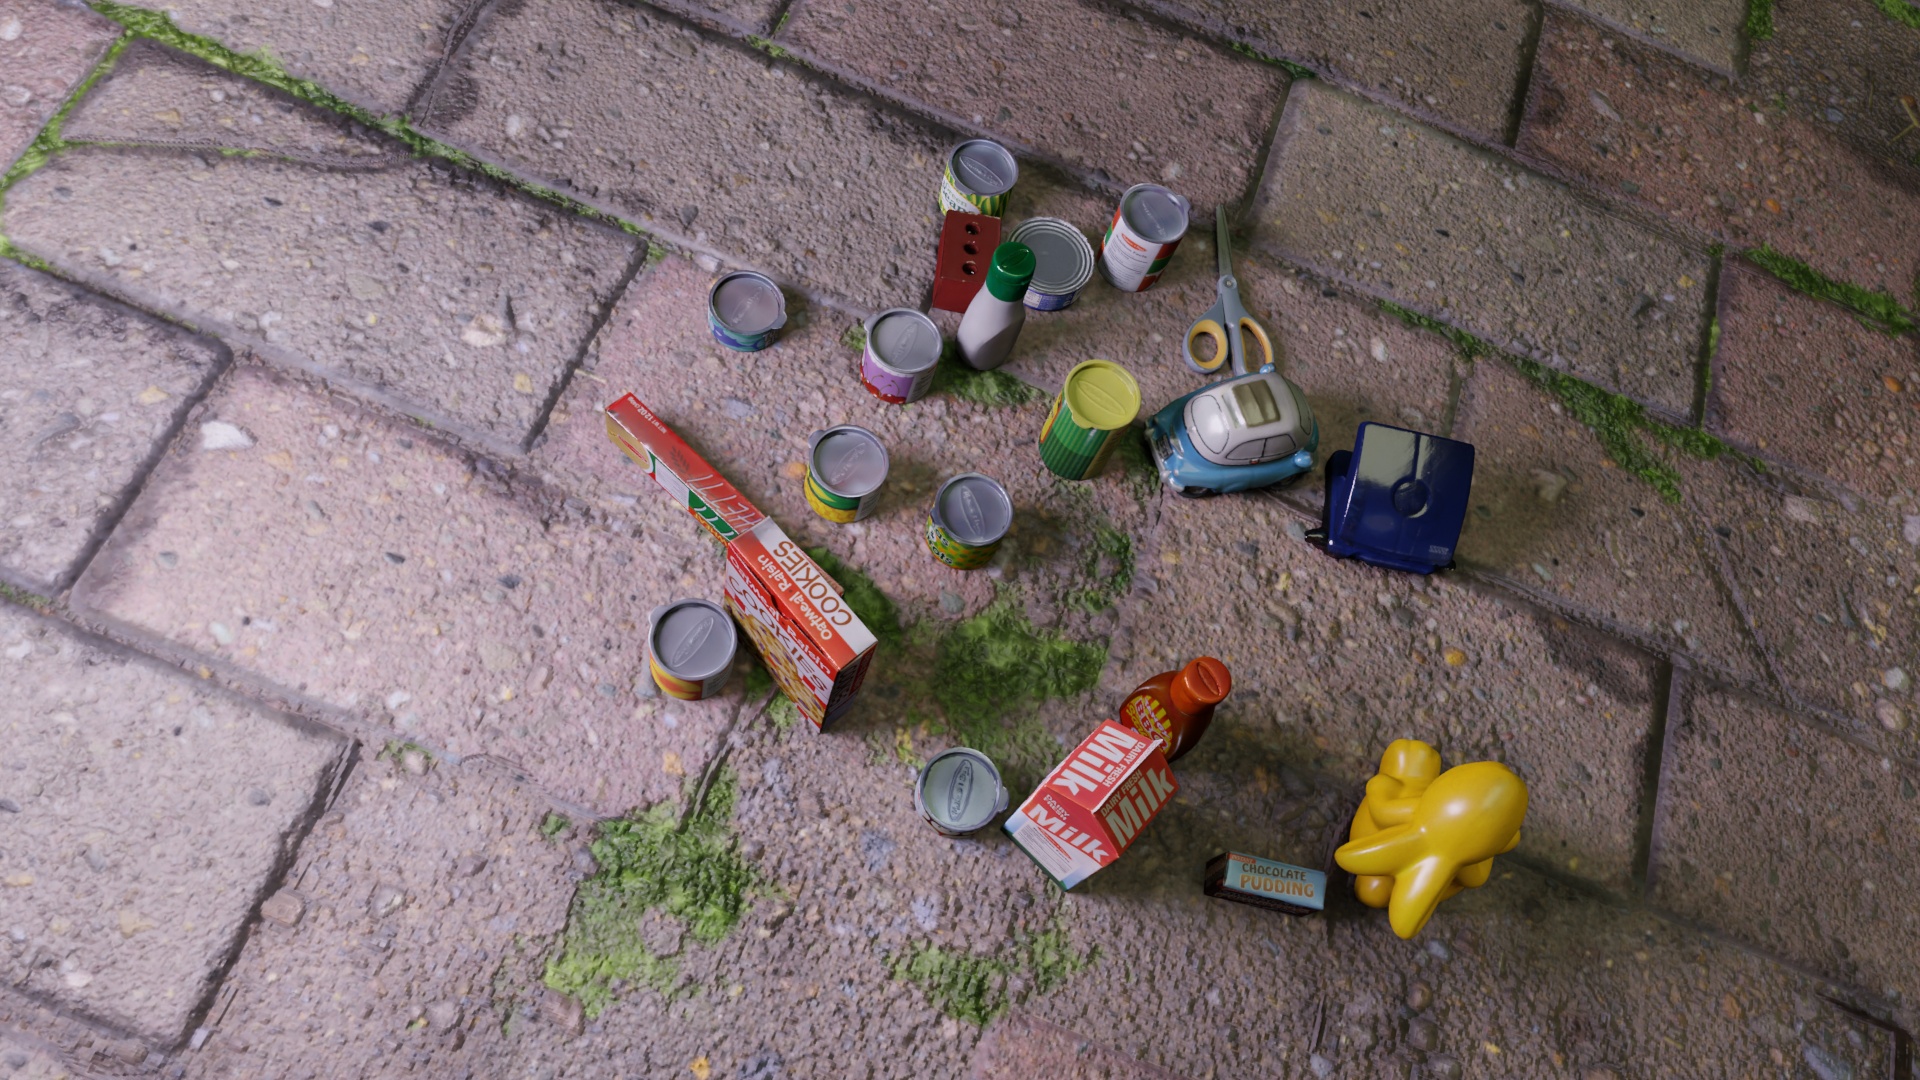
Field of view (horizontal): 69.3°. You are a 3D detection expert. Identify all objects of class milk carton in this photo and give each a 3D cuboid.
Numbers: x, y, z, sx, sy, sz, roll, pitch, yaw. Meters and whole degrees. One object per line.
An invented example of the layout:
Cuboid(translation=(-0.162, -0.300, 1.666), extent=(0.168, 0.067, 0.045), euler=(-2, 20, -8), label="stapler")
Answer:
Cuboid(translation=(0.097, 0.193, 1.018), extent=(0.073, 0.189, 0.072), euler=(43, 66, 8), label="milk carton")

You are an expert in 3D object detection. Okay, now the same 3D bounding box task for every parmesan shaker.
Cuboid(translation=(0.108, -0.100, 1.197), extent=(0.071, 0.102, 0.071), euler=(4, 66, -10), label="parmesan shaker")

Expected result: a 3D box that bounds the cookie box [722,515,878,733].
Cuboid(translation=(-0.125, 0.068, 1.040), extent=(0.040, 0.166, 0.123), euler=(-38, 79, -23), label="cookie box")

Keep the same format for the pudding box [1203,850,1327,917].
Cuboid(translation=(0.239, 0.270, 1.090), extent=(0.084, 0.049, 0.030), euler=(14, 65, -5), label="pudding box")

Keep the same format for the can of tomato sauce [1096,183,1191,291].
Cuboid(translation=(0.171, -0.283, 1.301), extent=(0.071, 0.082, 0.071), euler=(4, 66, -10), label="can of tomato sauce")

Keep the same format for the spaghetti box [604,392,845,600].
Cuboid(translation=(-0.192, -0.022, 1.131), extent=(0.250, 0.050, 0.029), euler=(42, 66, 8), label="spaghetti box")

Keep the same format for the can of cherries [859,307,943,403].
Cuboid(translation=(-0.054, -0.163, 1.216), extent=(0.071, 0.058, 0.072), euler=(4, 66, -10), label="can of cherries")

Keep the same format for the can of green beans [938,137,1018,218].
Cuboid(translation=(0.016, -0.334, 1.306), extent=(0.071, 0.057, 0.071), euler=(4, 66, -10), label="can of green beans")

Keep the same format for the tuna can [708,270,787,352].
Cuboid(translation=(-0.186, -0.200, 1.220), extent=(0.071, 0.032, 0.071), euler=(4, 66, -10), label="tuna can")

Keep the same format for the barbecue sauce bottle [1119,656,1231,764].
Cuboid(translation=(0.169, 0.130, 1.083), extent=(0.044, 0.148, 0.065), euler=(-25, 74, -20), label="barbecue sauce bottle")

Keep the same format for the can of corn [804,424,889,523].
Cuboid(translation=(-0.098, -0.056, 1.161), extent=(0.071, 0.058, 0.071), euler=(4, 66, -10), label="can of corn")

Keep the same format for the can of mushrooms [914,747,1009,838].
Cuboid(translation=(0.000, 0.198, 1.083), extent=(0.071, 0.033, 0.071), euler=(4, 66, -10), label="can of mushrooms")

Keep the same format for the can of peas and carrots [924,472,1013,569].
Cuboid(translation=(0.004, -0.015, 1.163), extent=(0.071, 0.058, 0.071), euler=(4, 66, -10), label="can of peas and carrots")

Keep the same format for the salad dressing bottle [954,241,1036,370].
Cuboid(translation=(0.032, -0.202, 1.202), extent=(0.064, 0.147, 0.044), euler=(-35, 78, -22), label="salad dressing bottle")

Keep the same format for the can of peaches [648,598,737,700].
Cuboid(translation=(-0.210, 0.084, 1.077), extent=(0.071, 0.057, 0.071), euler=(4, 66, -10), label="can of peaches")
